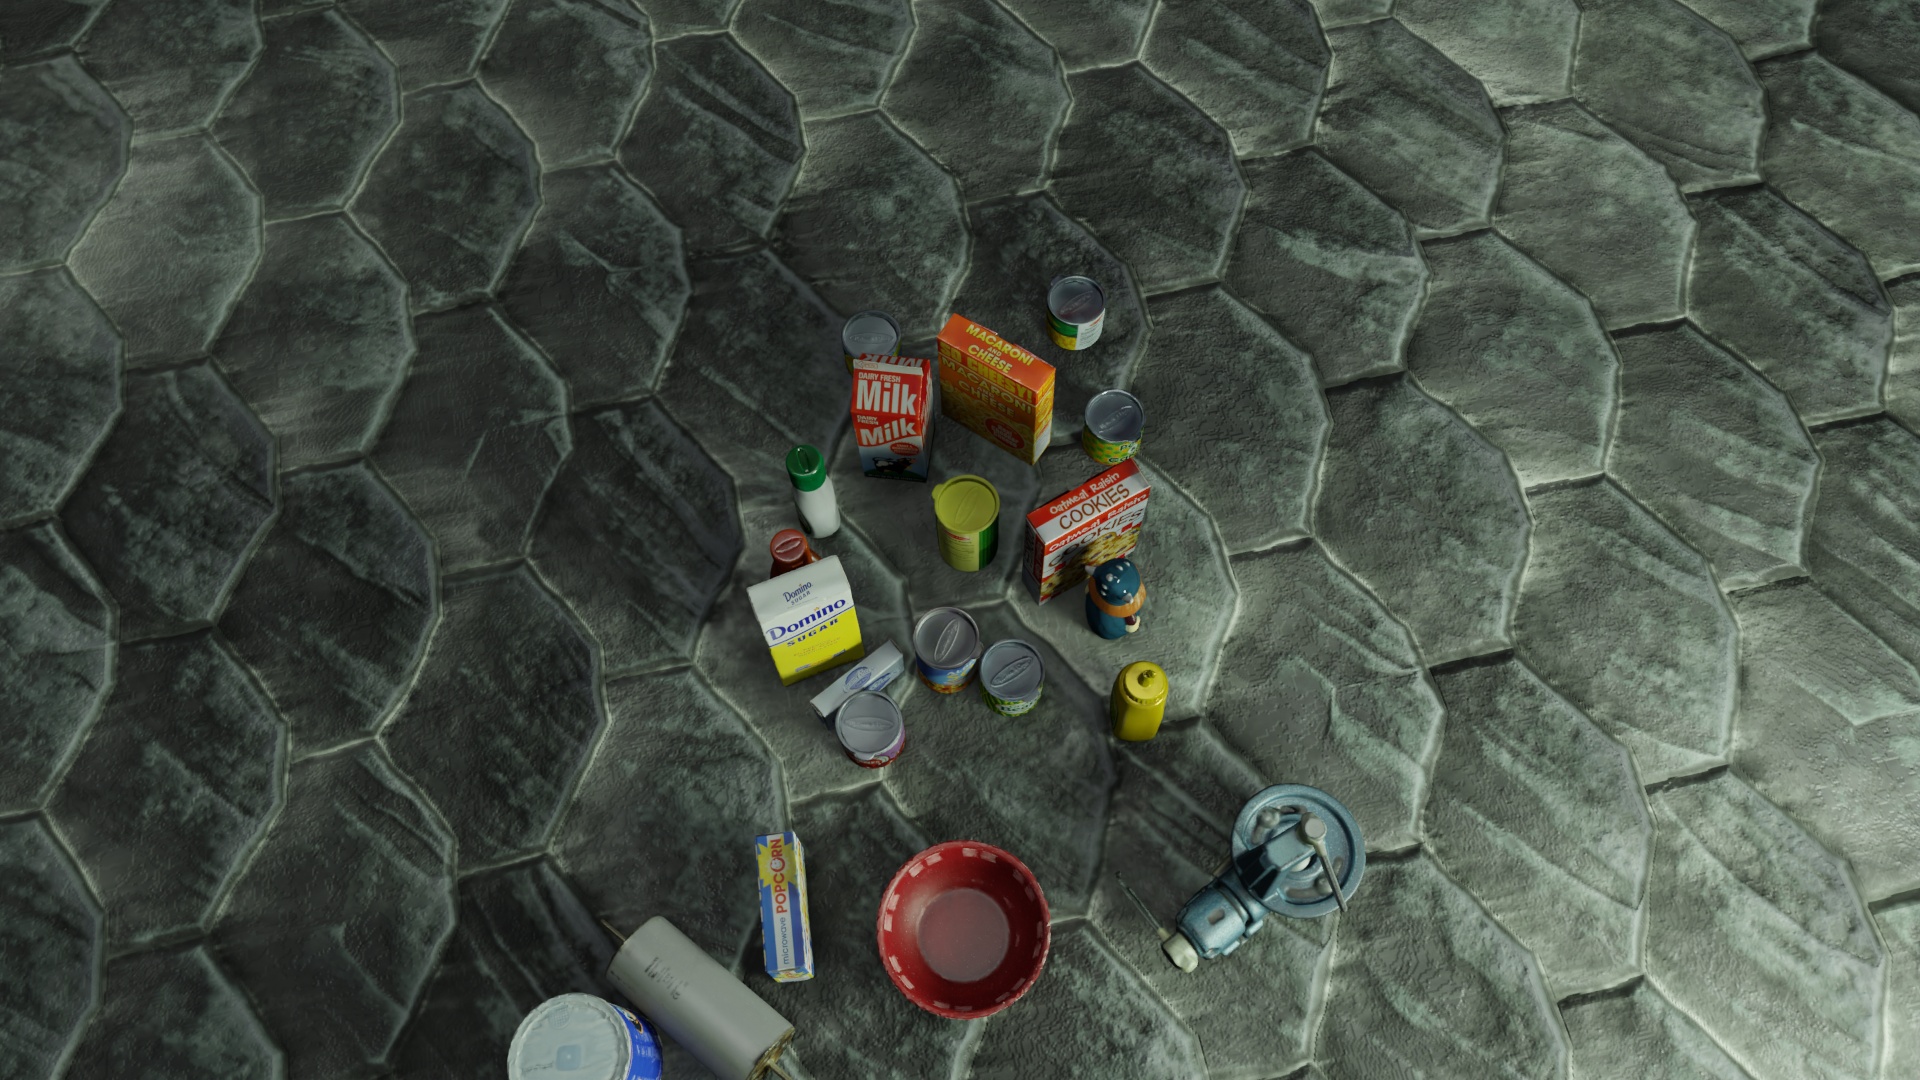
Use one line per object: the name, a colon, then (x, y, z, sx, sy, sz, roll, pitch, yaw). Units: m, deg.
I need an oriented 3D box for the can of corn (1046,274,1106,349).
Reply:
can of corn: (0.129, -0.260, 1.577, 0.071, 0.058, 0.071, 0, 66, 1)

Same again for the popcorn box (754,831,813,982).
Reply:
popcorn box: (-0.164, 0.344, 1.301, 0.038, 0.085, 0.127, -8, 66, -2)

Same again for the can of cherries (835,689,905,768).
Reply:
can of cherries: (-0.090, 0.191, 1.382, 0.071, 0.058, 0.072, 0, 66, 1)

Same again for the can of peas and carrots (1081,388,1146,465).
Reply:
can of peas and carrots: (0.168, -0.122, 1.515, 0.071, 0.058, 0.071, 0, 66, 1)

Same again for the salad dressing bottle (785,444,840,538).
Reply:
salad dressing bottle: (-0.154, -0.051, 1.441, 0.044, 0.147, 0.064, -19, 68, -7)

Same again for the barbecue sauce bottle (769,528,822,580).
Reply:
barbecue sauce bottle: (-0.164, 0.034, 1.403, 0.065, 0.148, 0.044, -25, 69, -9)

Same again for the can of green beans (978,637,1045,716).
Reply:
can of green beans: (0.051, 0.139, 1.403, 0.071, 0.057, 0.071, 0, 66, 1)

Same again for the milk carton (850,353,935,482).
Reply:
milk carton: (-0.070, -0.136, 1.454, 0.072, 0.189, 0.074, 7, 67, 4)

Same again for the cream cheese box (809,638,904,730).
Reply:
cream cheese box: (-0.102, 0.146, 1.404, 0.104, 0.053, 0.024, -37, 71, -14)

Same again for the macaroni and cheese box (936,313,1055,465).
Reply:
macaroni and cheese box: (0.037, -0.159, 1.475, 0.124, 0.165, 0.040, 31, 71, 13)

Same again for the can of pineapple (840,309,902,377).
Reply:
can of pineapple: (-0.100, -0.215, 1.561, 0.071, 0.057, 0.071, 0, 66, 1)

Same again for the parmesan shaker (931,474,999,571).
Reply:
parmesan shaker: (0.005, -0.018, 1.448, 0.071, 0.102, 0.071, 0, 67, 1)

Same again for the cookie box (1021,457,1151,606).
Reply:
cookie box: (0.124, -0.007, 1.407, 0.123, 0.166, 0.040, -29, 69, -11)

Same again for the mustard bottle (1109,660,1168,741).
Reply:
mustard bottle: (0.173, 0.148, 1.341, 0.049, 0.159, 0.065, 0, 67, 1)

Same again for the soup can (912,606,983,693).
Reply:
soup can: (-0.011, 0.113, 1.401, 0.071, 0.083, 0.071, 0, 67, 1)
